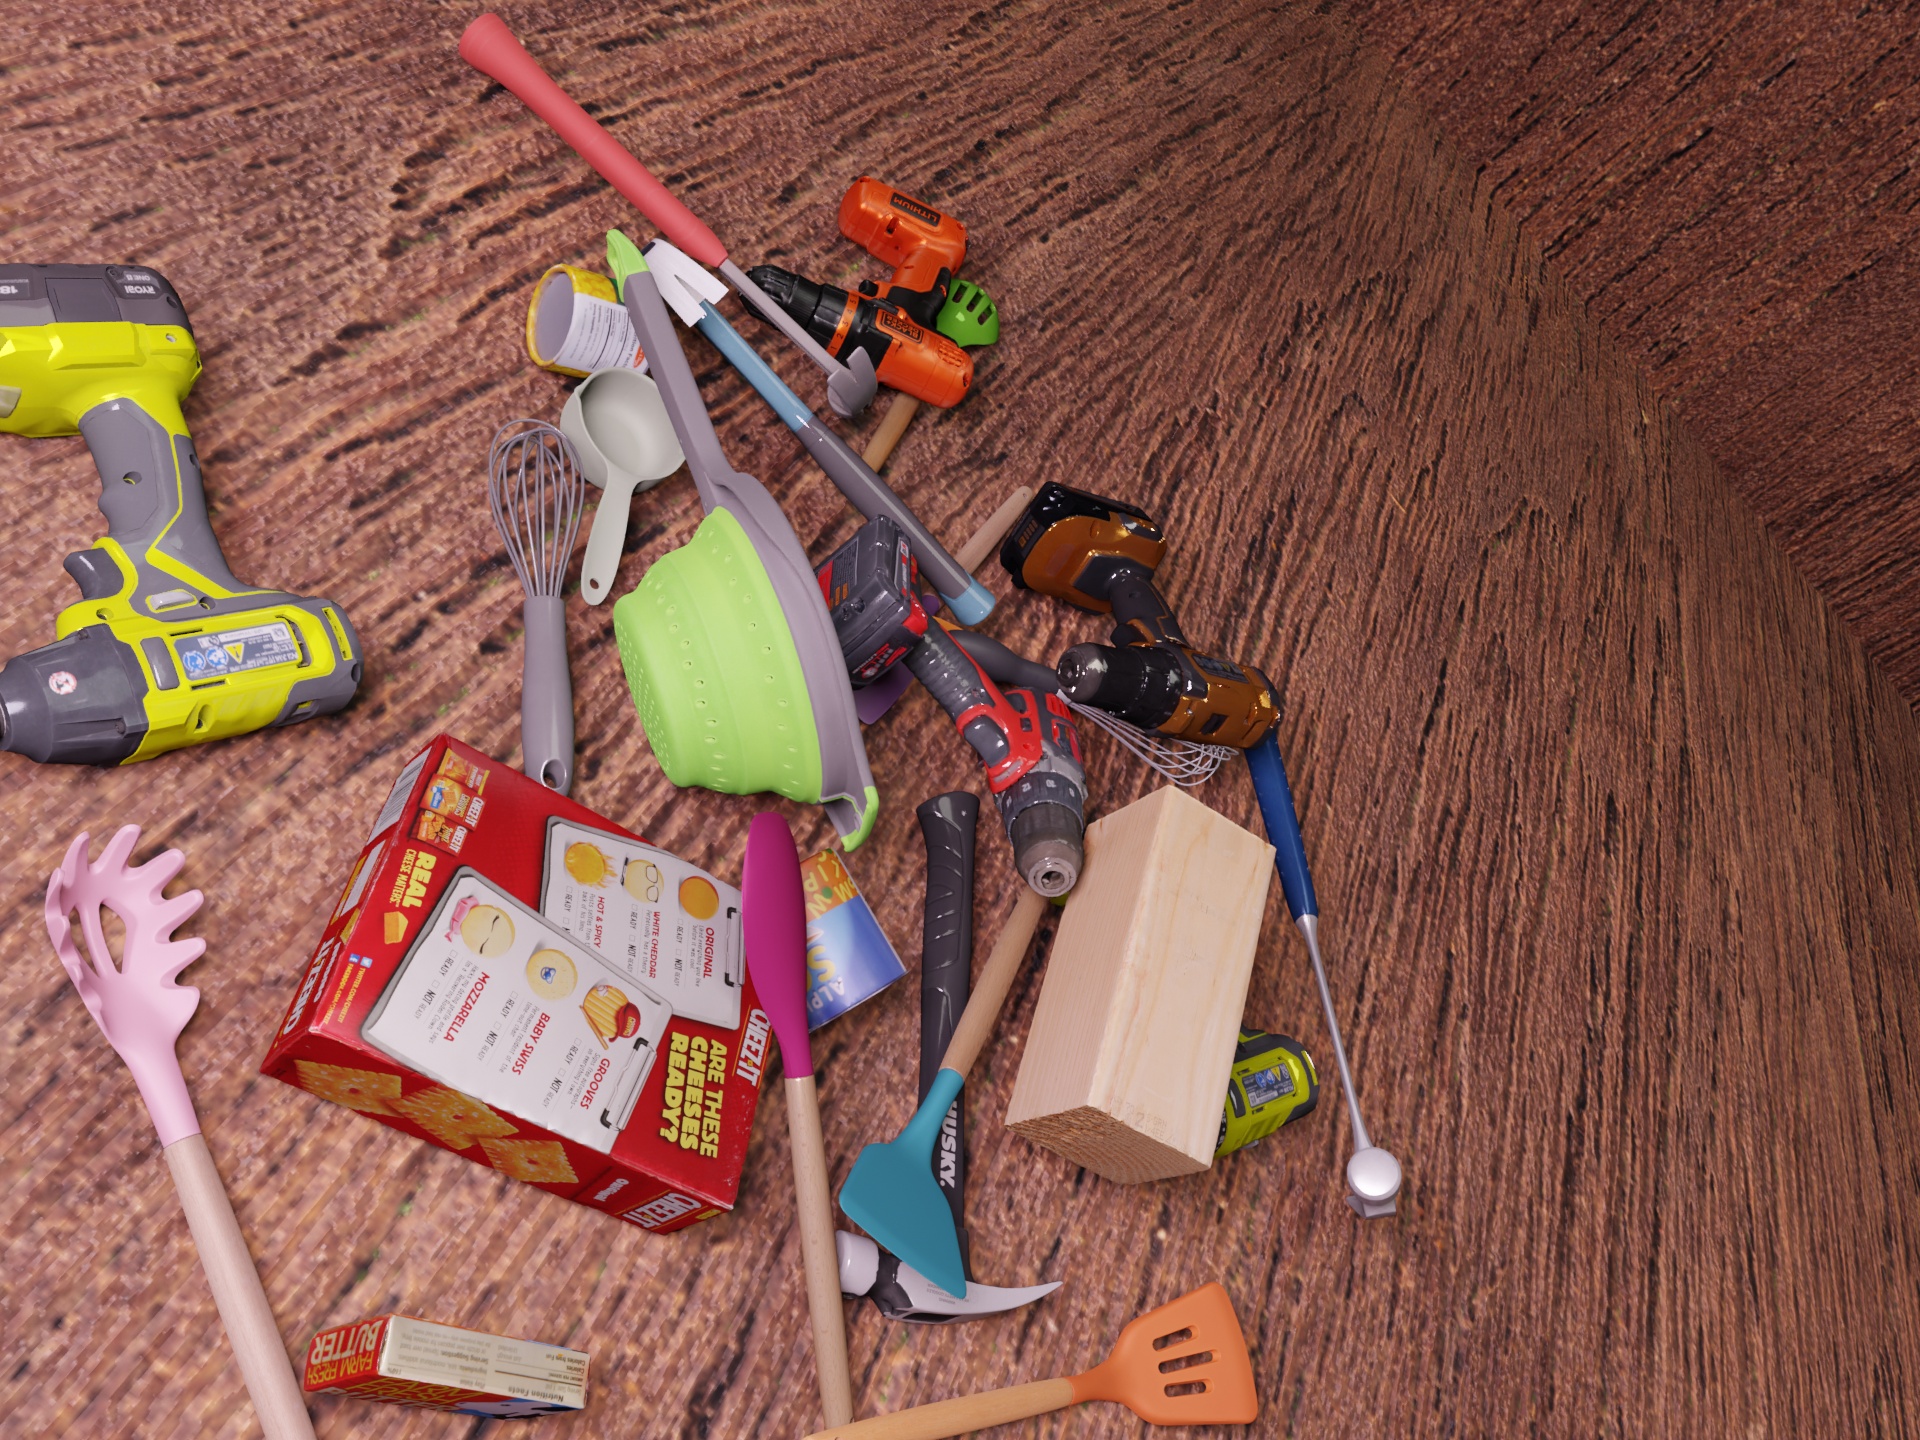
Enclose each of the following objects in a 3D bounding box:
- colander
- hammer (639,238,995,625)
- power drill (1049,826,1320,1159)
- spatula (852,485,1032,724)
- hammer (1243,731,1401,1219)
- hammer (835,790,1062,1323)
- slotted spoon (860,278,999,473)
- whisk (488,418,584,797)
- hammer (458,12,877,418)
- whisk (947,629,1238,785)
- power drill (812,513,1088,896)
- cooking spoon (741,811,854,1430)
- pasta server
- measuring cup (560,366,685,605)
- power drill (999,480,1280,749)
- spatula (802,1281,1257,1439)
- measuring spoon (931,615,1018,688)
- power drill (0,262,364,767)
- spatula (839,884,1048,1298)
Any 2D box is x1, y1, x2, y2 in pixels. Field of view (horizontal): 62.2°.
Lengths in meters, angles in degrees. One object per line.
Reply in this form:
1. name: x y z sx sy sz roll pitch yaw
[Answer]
1. colander: -0.165 -0.101 0.905 0.094 0.204 0.397 -19 76 -17
2. hammer: -0.096 -0.190 1.070 0.331 0.033 0.128 46 -2 -15
3. power drill: 0.135 0.179 1.058 0.190 0.080 0.229 -4 69 -46
4. spatula: -0.012 -0.099 1.147 0.059 0.018 0.316 51 40 -12
5. hammer: 0.254 0.159 1.162 0.144 0.035 0.406 63 16 -59
6. hammer: -0.006 0.186 0.945 0.146 0.035 0.335 26 47 -29
7. slotted spoon: -0.028 -0.266 1.242 0.070 0.031 0.314 37 44 -13
8. whisk: -0.234 -0.064 0.885 0.055 0.055 0.239 11 61 -40
9. hammer: -0.195 -0.339 1.064 0.359 0.037 0.149 43 1 -1
10. whisk: 0.097 -0.014 1.161 0.284 0.070 0.070 20 51 -34
11. power drill: -0.002 -0.003 0.998 0.226 0.080 0.188 43 21 -24
12. cooking spoon: -0.077 0.204 0.799 0.068 0.017 0.319 5 78 -71
13. pasta server: -0.302 0.194 0.645 0.060 0.040 0.316 -9 71 -59
14. measuring cup: -0.215 -0.137 0.965 0.083 0.038 0.168 26 57 -34
15. power drill: 0.109 -0.074 1.138 0.185 0.084 0.226 10 38 -39
16. spatula: 0.046 0.364 0.858 0.322 0.041 0.081 12 56 -44
17. measuring spoon: 0.008 -0.048 1.128 0.116 0.011 0.021 26 70 -38
18. power drill: -0.394 -0.091 0.723 0.171 0.080 0.223 -18 80 -49
19. spatula: 0.011 0.181 0.904 0.082 0.044 0.318 40 41 -9
